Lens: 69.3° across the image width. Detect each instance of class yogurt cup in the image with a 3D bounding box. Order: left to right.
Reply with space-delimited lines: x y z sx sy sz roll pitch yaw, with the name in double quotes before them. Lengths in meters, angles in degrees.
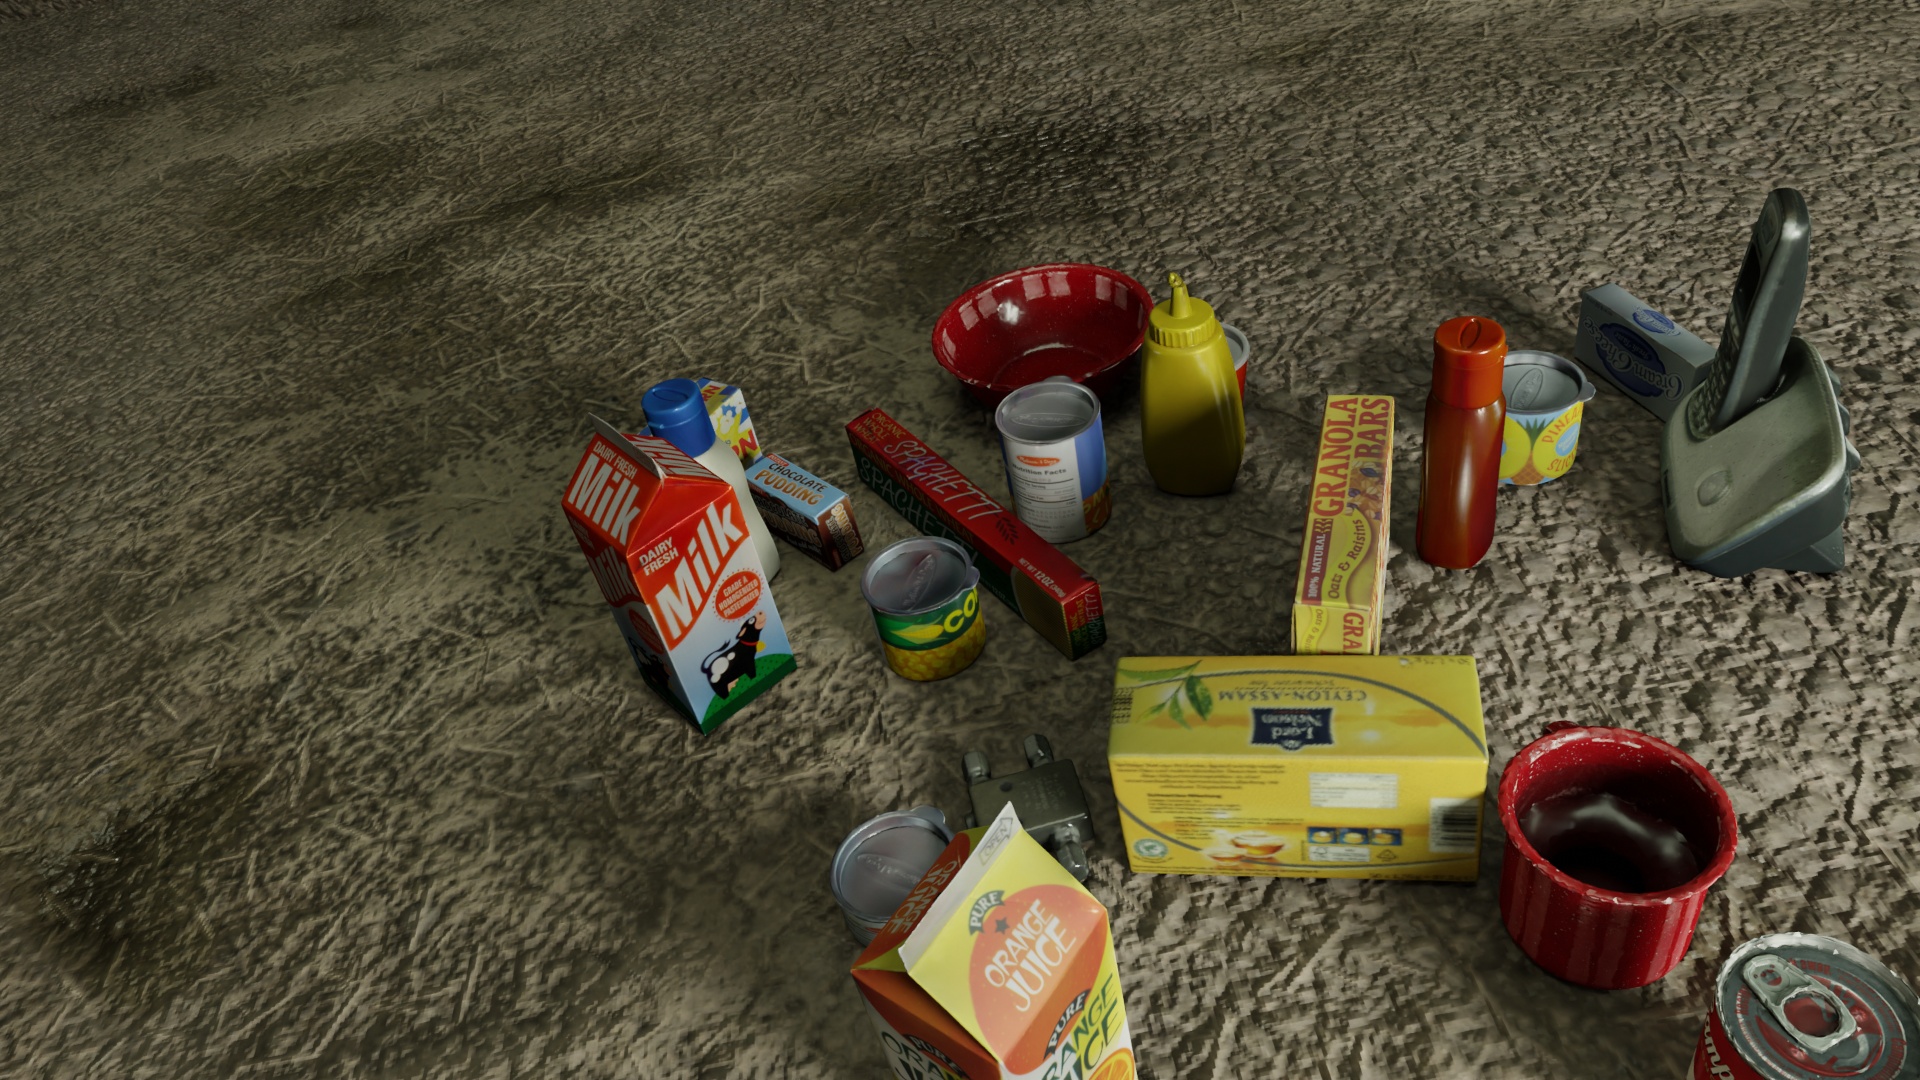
"yogurt cup" 0.165 -0.110 0.953 0.072 0.053 0.073 -7 41 6

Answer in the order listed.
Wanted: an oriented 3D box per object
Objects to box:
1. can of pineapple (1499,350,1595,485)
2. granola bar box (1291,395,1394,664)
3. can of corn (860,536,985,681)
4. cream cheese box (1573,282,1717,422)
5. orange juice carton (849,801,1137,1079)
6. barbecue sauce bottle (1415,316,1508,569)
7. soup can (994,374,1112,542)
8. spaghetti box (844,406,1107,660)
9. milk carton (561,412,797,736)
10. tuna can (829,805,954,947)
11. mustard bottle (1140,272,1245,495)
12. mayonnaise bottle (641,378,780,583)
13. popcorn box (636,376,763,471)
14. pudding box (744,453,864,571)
"can of pineapple" 0.352 -0.075 0.863 0.071 0.057 0.071 -7 41 6
"granola bar box" 0.205 0.020 0.741 0.039 0.123 0.166 4 43 19
"can of corn" -0.019 0.041 0.824 0.071 0.058 0.071 -7 41 6
"cream cheese box" 0.441 -0.118 0.892 0.024 0.053 0.104 -21 41 -9
"orange juice carton" 0.015 0.187 0.547 0.073 0.191 0.072 20 50 32
"barbecue sauce bottle" 0.285 -0.056 0.788 0.044 0.147 0.065 11 46 25
"soup can" 0.062 -0.052 0.890 0.071 0.083 0.072 -7 41 6
"spaghetti box" 0.003 -0.011 0.884 0.029 0.050 0.251 -31 44 -20
"milk carton" -0.163 0.014 0.791 0.074 0.189 0.072 -37 46 -25
"tuna can" -0.029 0.170 0.699 0.071 0.032 0.071 -7 41 6
"mustard bottle" 0.143 -0.100 0.866 0.065 0.159 0.049 2 43 17
"mayonnaise bottle" -0.160 -0.033 0.876 0.065 0.147 0.041 15 48 29
"popcorn box" -0.189 -0.039 0.938 0.038 0.084 0.127 16 48 30
"pudding box" -0.105 -0.020 0.922 0.030 0.049 0.084 -38 47 -26
